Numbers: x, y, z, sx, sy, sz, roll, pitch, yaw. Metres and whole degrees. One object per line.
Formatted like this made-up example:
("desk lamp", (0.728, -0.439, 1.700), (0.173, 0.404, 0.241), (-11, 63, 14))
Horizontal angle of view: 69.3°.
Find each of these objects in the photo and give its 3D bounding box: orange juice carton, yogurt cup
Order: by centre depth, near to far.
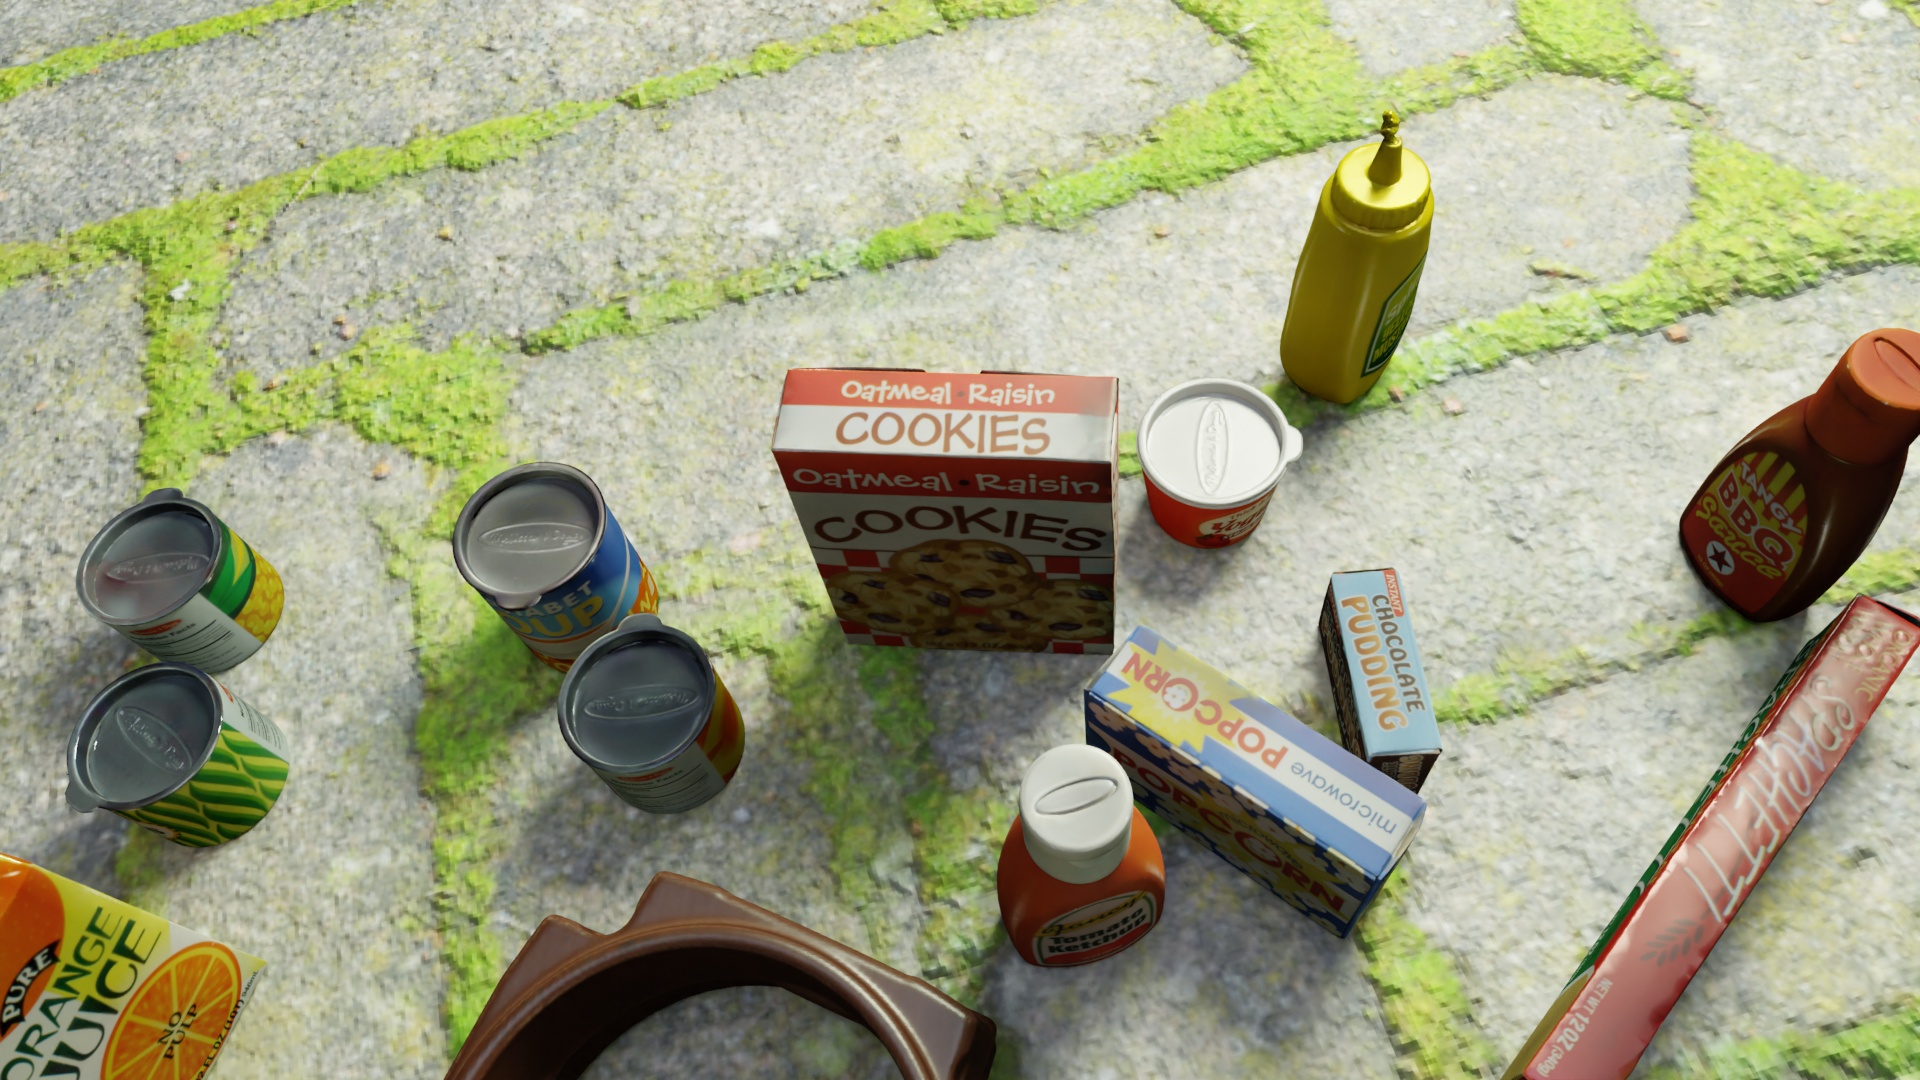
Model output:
("orange juice carton", (-0.343, 0.154, 0.495), (0.073, 0.191, 0.072), (13, 63, 13))
("yogurt cup", (0.114, -0.032, 0.632), (0.072, 0.053, 0.073), (-3, 61, 5))

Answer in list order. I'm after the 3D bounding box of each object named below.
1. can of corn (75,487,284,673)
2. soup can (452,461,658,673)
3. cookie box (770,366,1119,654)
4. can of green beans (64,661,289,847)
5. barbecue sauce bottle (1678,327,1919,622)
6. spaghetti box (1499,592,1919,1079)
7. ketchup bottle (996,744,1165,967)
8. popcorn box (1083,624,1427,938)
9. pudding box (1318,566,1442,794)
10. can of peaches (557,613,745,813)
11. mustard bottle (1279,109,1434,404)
("can of corn", (-0.362, 0.020, 0.650), (0.071, 0.058, 0.071), (-3, 61, 5))
("soup can", (-0.178, 0.017, 0.618), (0.071, 0.083, 0.071), (-3, 61, 5))
("cookie box", (0.002, -0.007, 0.564), (0.123, 0.166, 0.040), (2, 61, 7))
("can of green beans", (-0.339, 0.094, 0.606), (0.071, 0.057, 0.071), (-3, 61, 5))
("barbecue sauce bottle", (0.338, -0.026, 0.550), (0.044, 0.148, 0.065), (-22, 61, -6))
("spaghetti box", (0.288, 0.120, 0.530), (0.029, 0.050, 0.251), (37, 71, 23))
("ketchup bottle", (0.043, 0.115, 0.502), (0.065, 0.148, 0.044), (-18, 61, -4))
("popcorn box", (0.110, 0.095, 0.542), (0.127, 0.085, 0.038), (32, 69, 21))
("pudding box", (0.173, 0.059, 0.576), (0.030, 0.049, 0.084), (-5, 60, 3))
("can of peaches", (-0.130, 0.075, 0.595), (0.071, 0.057, 0.071), (-3, 61, 5))
("mustard bottle", (0.179, -0.126, 0.617), (0.049, 0.159, 0.065), (32, 69, 21))
